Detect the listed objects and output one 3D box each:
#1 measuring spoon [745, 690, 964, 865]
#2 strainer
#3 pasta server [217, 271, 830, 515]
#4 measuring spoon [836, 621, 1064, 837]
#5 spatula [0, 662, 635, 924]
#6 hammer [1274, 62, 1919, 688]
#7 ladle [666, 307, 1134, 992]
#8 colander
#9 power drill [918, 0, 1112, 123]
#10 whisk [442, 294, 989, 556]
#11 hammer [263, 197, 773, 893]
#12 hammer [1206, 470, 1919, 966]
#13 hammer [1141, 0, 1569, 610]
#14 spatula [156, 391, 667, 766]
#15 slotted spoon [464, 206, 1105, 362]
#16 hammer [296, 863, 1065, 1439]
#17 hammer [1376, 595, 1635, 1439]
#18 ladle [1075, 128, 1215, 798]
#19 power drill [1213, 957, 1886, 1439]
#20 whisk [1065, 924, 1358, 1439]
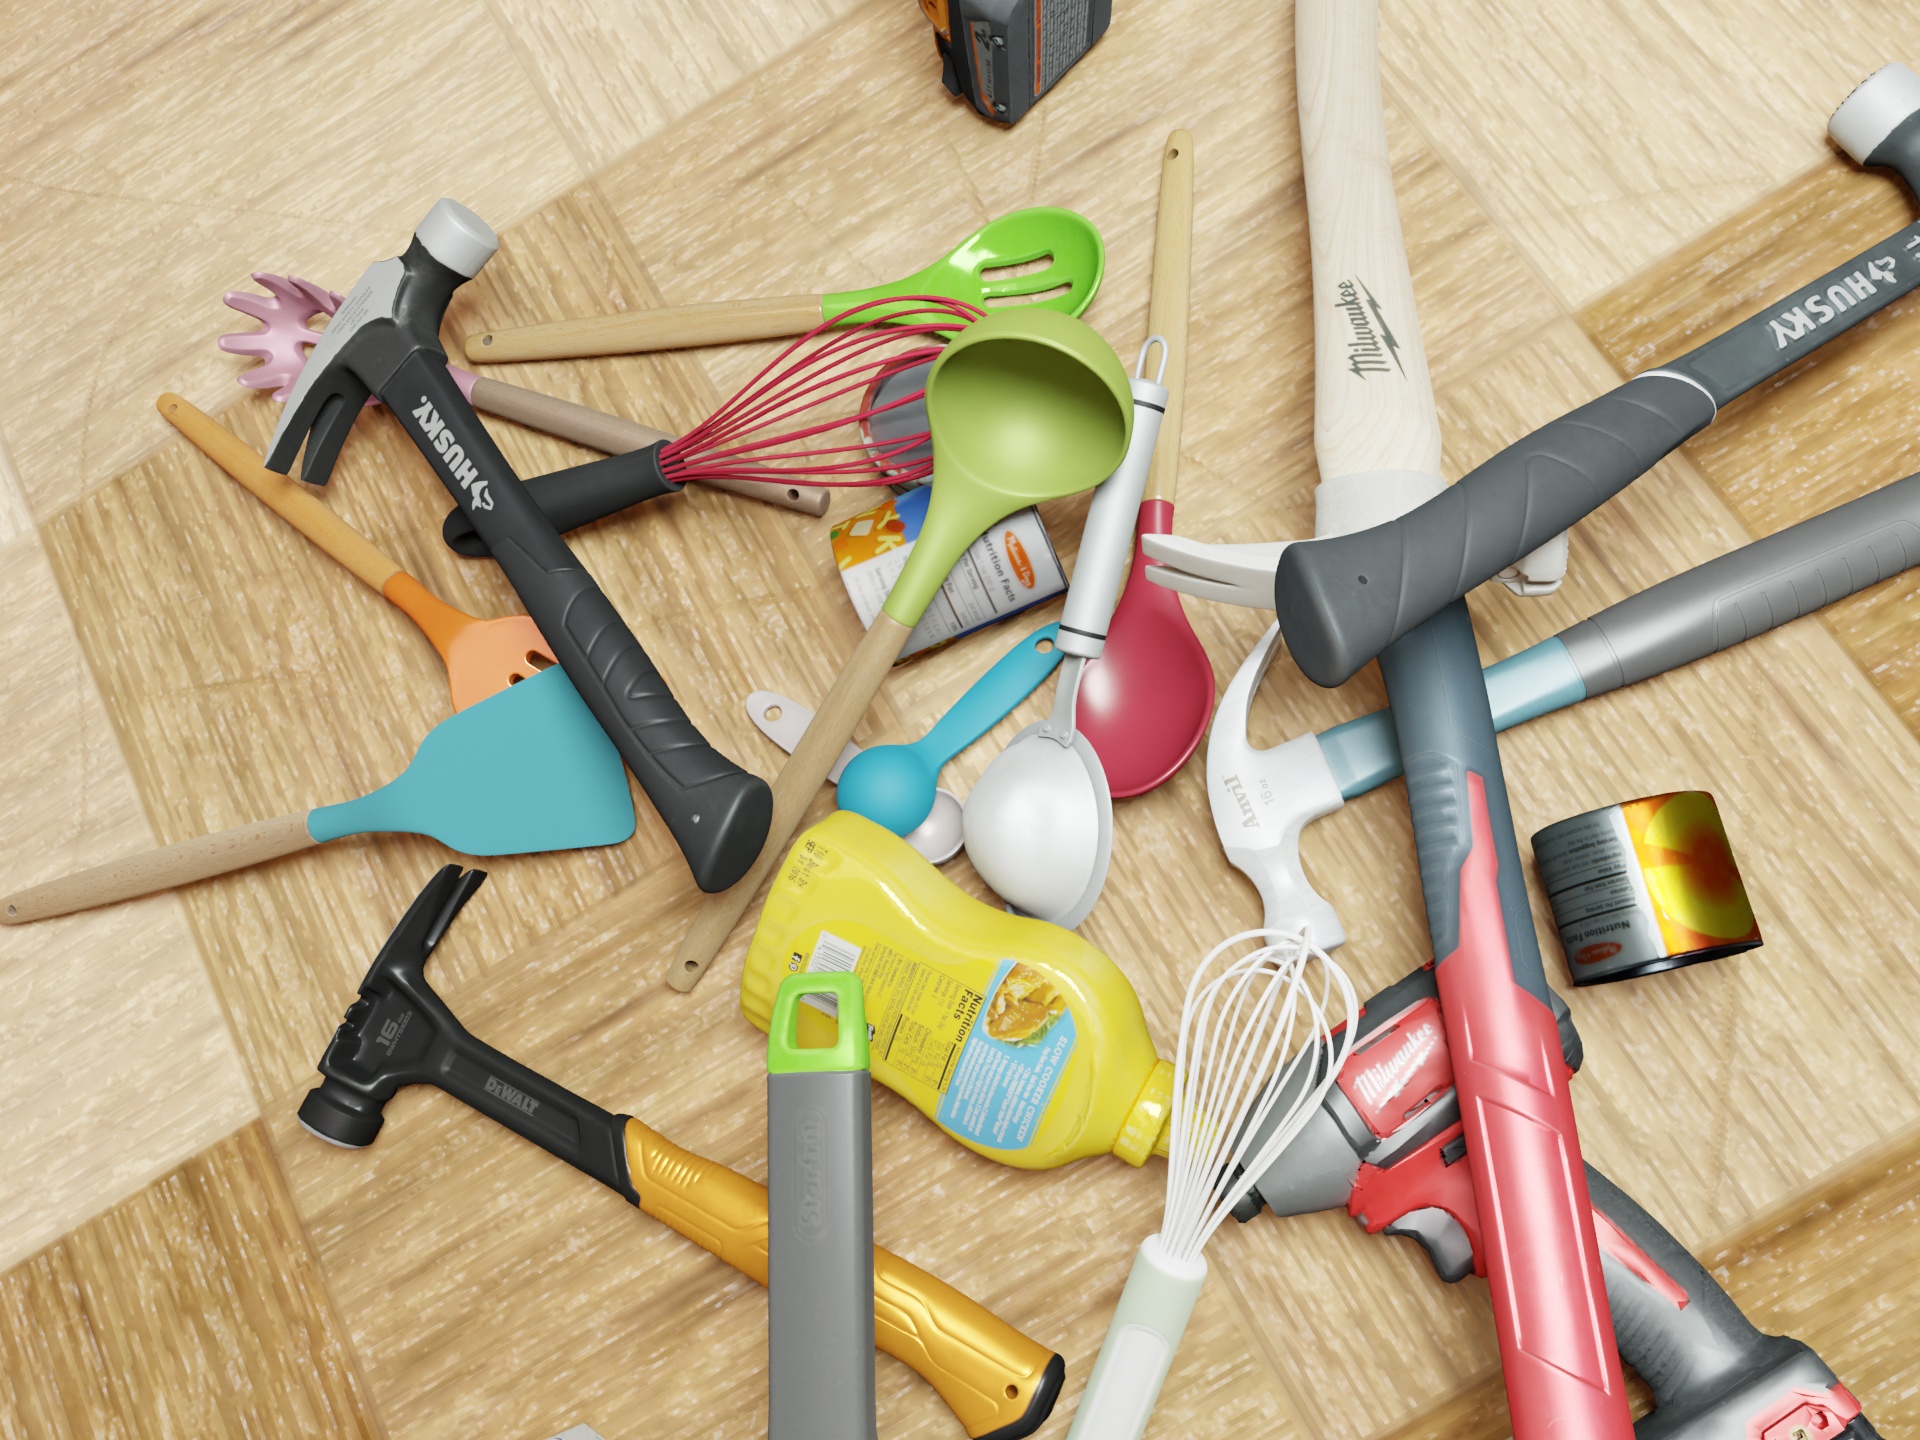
[{"bbox_3d":[-0.046,0.023,0.684,0.124,0.018,0.034,34,74,24],"label":"measuring spoon"},{"bbox_3d":[0.042,-0.023,0.621,0.087,0.050,0.258,22,99,56],"label":"strainer"},{"bbox_3d":[-0.208,-0.147,0.747,0.316,0.040,0.060,19,106,14],"label":"pasta server"},{"bbox_3d":[-0.001,-0.002,0.664,0.128,0.021,0.042,-43,64,-11],"label":"measuring spoon"},{"bbox_3d":[-0.302,0.052,0.715,0.317,0.044,0.082,-14,98,16],"label":"spatula"},{"bbox_3d":[0.264,-0.115,0.559,0.409,0.036,0.149,-30,74,-24],"label":"hammer"},{"bbox_3d":[-0.038,-0.015,0.620,0.078,0.062,0.320,29,106,-11],"label":"ladle"},{"bbox_3d":[-0.038,0.292,0.565,0.204,0.094,0.397,-4,76,11],"label":"colander"},{"bbox_3d":[-0.035,-0.383,0.724,0.226,0.164,0.084,44,88,6],"label":"power drill"},{"bbox_3d":[-0.109,-0.114,0.685,0.296,0.073,0.073,-13,73,25],"label":"whisk"},{"bbox_3d":[-0.182,-0.064,0.668,0.146,0.035,0.335,-44,67,14],"label":"hammer"},{"bbox_3d":[0.251,-0.025,0.622,0.331,0.033,0.128,-23,73,5],"label":"hammer"},{"bbox_3d":[0.149,-0.229,0.652,0.146,0.038,0.411,-1,64,9],"label":"hammer"},{"bbox_3d":[-0.276,-0.073,0.751,0.323,0.041,0.081,35,87,22],"label":"spatula"},{"bbox_3d":[-0.087,-0.189,0.739,0.314,0.031,0.070,-3,75,13],"label":"slotted spoon"},{"bbox_3d":[-0.109,0.182,0.643,0.337,0.034,0.127,25,83,17],"label":"hammer"},{"bbox_3d":[0.196,0.090,0.536,0.143,0.038,0.387,-8,65,12],"label":"hammer"},{"bbox_3d":[0.084,-0.116,0.683,0.069,0.031,0.315,-3,72,29],"label":"ladle"},{"bbox_3d":[0.196,0.198,0.554,0.143,0.078,0.220,-34,68,0],"label":"power drill"},{"bbox_3d":[0.078,0.183,0.560,0.058,0.059,0.246,20,104,9],"label":"whisk"}]
